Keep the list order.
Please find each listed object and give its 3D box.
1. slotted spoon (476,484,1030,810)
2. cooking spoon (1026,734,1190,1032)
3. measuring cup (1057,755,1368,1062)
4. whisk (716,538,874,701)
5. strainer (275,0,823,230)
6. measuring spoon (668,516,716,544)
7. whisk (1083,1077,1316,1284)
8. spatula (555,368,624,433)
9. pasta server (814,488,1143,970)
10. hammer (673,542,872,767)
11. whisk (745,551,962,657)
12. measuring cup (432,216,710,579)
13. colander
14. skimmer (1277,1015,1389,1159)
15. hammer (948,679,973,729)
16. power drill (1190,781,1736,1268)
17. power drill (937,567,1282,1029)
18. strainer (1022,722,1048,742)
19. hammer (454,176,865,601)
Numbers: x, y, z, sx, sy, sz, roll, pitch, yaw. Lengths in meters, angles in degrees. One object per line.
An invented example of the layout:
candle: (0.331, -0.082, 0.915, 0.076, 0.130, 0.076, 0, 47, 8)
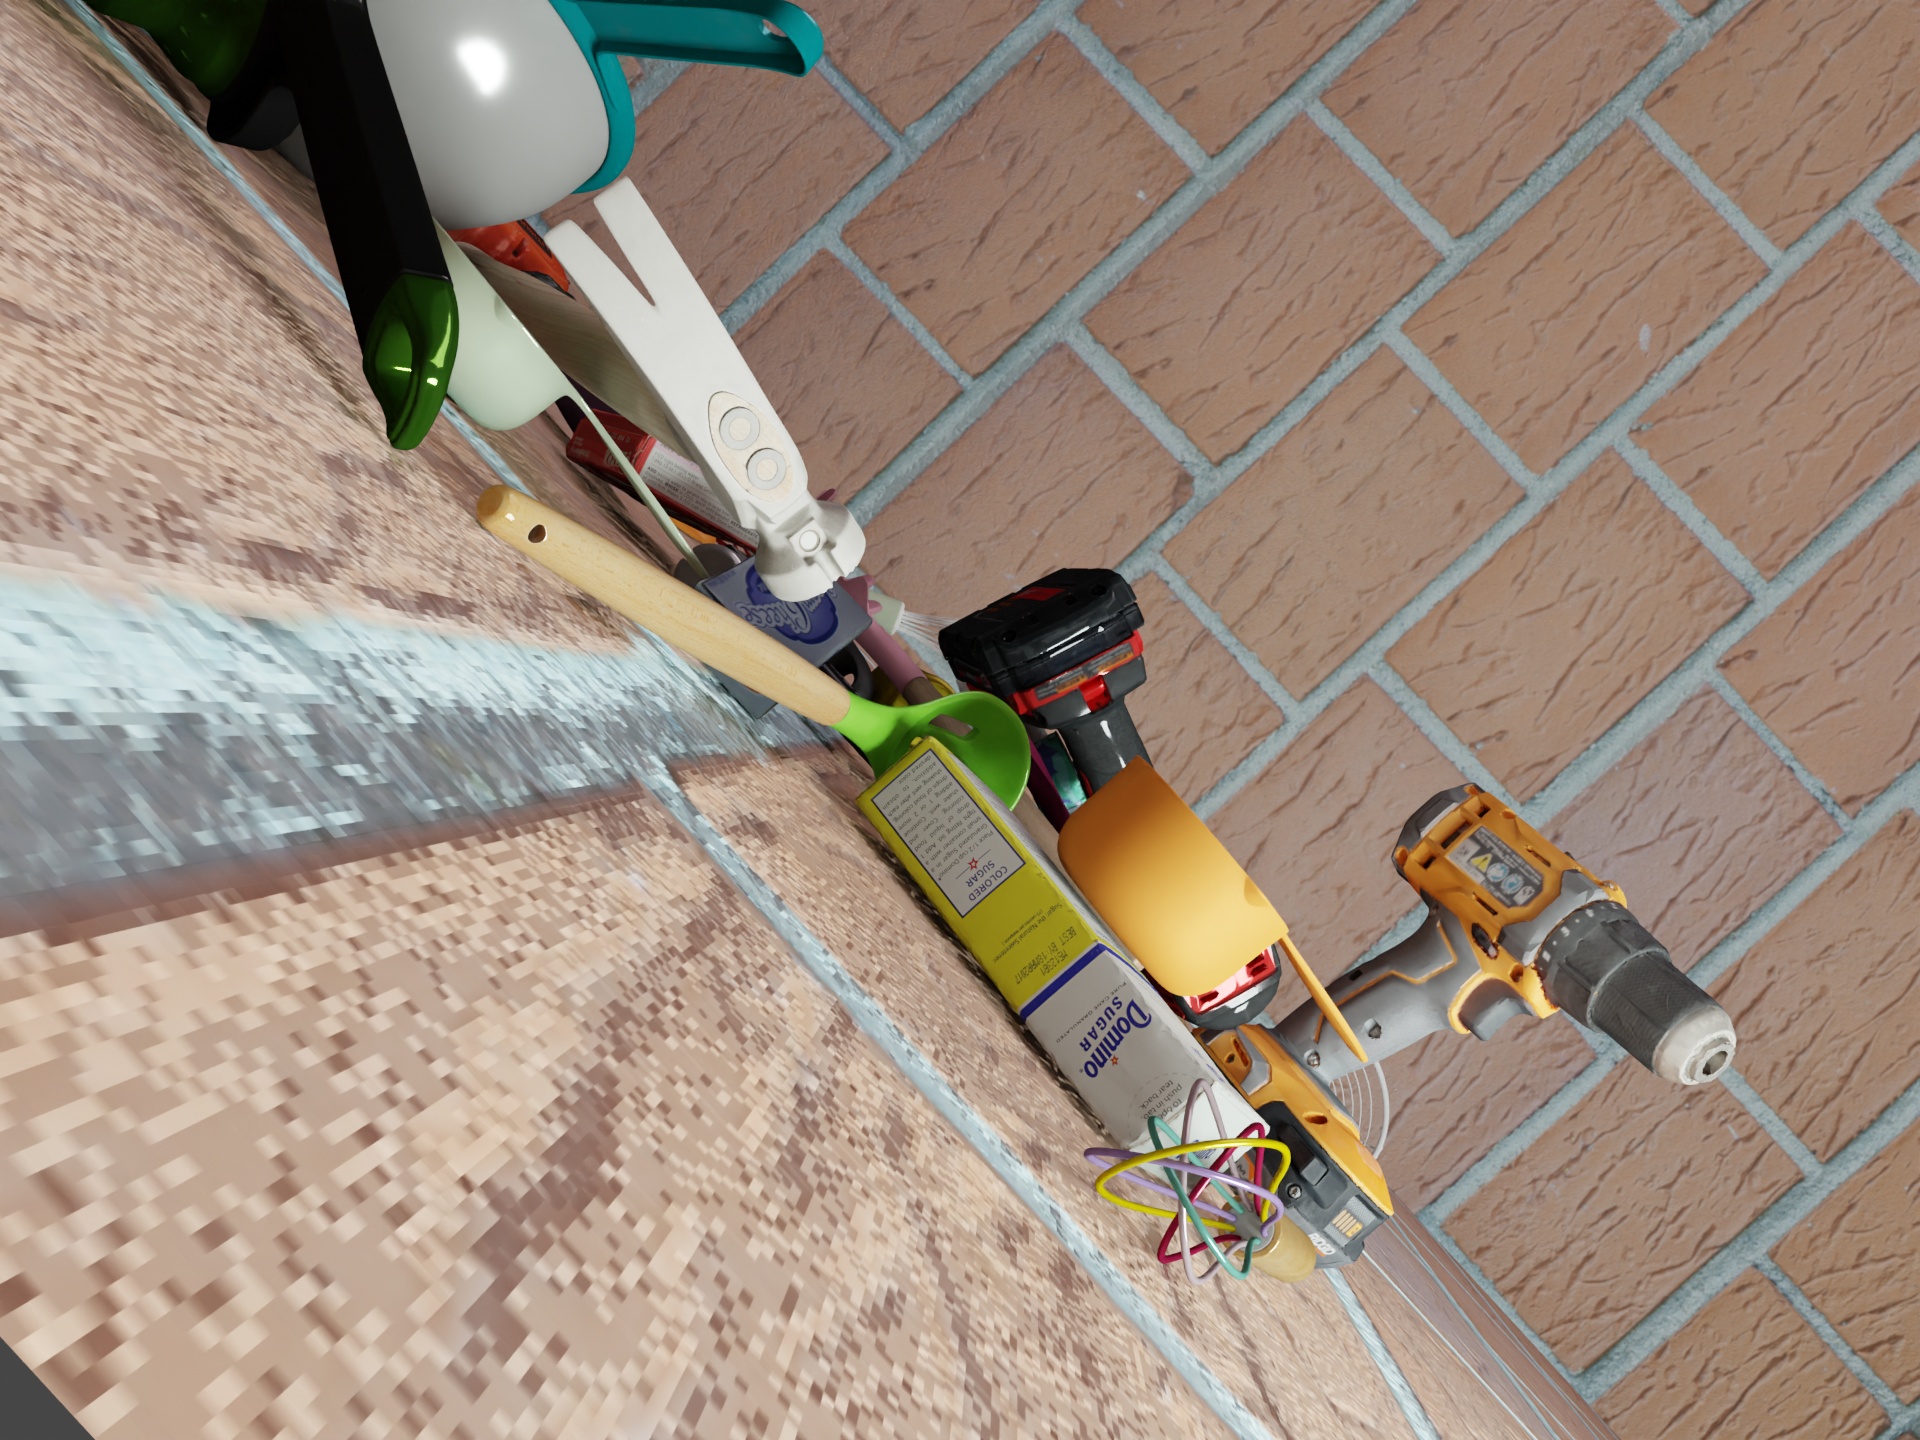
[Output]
slotted spoon: (-0.058, -0.015, 0.568, 0.031, 0.070, 0.313, 36, 2, 33)
cooking spoon: (0.076, 0.092, 0.925, 0.318, 0.017, 0.069, 60, 4, -21)
measuring cup: (0.101, 0.092, 0.624, 0.173, 0.052, 0.095, 51, 1, -24)
whisk: (-0.110, -0.096, 1.009, 0.073, 0.073, 0.296, 46, 9, -43)
strainer: (-0.206, -0.267, 0.665, 0.341, 0.095, 0.210, 19, -21, 33)
measuring spoon: (-0.172, -0.126, 0.985, 0.021, 0.011, 0.117, 48, 1, 10)
whisk: (0.093, 0.159, 0.507, 0.051, 0.047, 0.244, 47, -2, 30)
spatula: (-0.249, -0.217, 0.869, 0.316, 0.018, 0.059, 45, -39, 31)
pasta server: (-0.001, -0.002, 0.771, 0.316, 0.040, 0.060, 51, -11, 32)
hammer: (-0.002, 0.052, 0.745, 0.335, 0.035, 0.146, 48, 2, 4)
whisk: (-0.037, -0.069, 1.112, 0.246, 0.058, 0.059, 20, -21, -6)
measuring cup: (-0.156, -0.108, 0.597, 0.167, 0.038, 0.083, 54, -4, -26)
colander: (-0.237, -0.238, 0.485, 0.094, 0.204, 0.397, 1, 52, -38)
skimmer: (0.227, 0.247, 1.063, 0.363, 0.090, 0.127, 37, 45, -67)
hammer: (0.030, 0.060, 0.985, 0.405, 0.035, 0.144, -104, 168, -82)
power drill: (0.224, 0.155, 0.747, 0.084, 0.226, 0.186, 46, 2, -40)
power drill: (0.075, 0.039, 0.785, 0.219, 0.078, 0.143, 64, -8, -10)
strainer: (0.063, 0.036, 1.092, 0.258, 0.050, 0.087, 58, -9, -24)
hammer: (-0.169, -0.169, 0.665, 0.411, 0.038, 0.146, 37, -17, 54)
